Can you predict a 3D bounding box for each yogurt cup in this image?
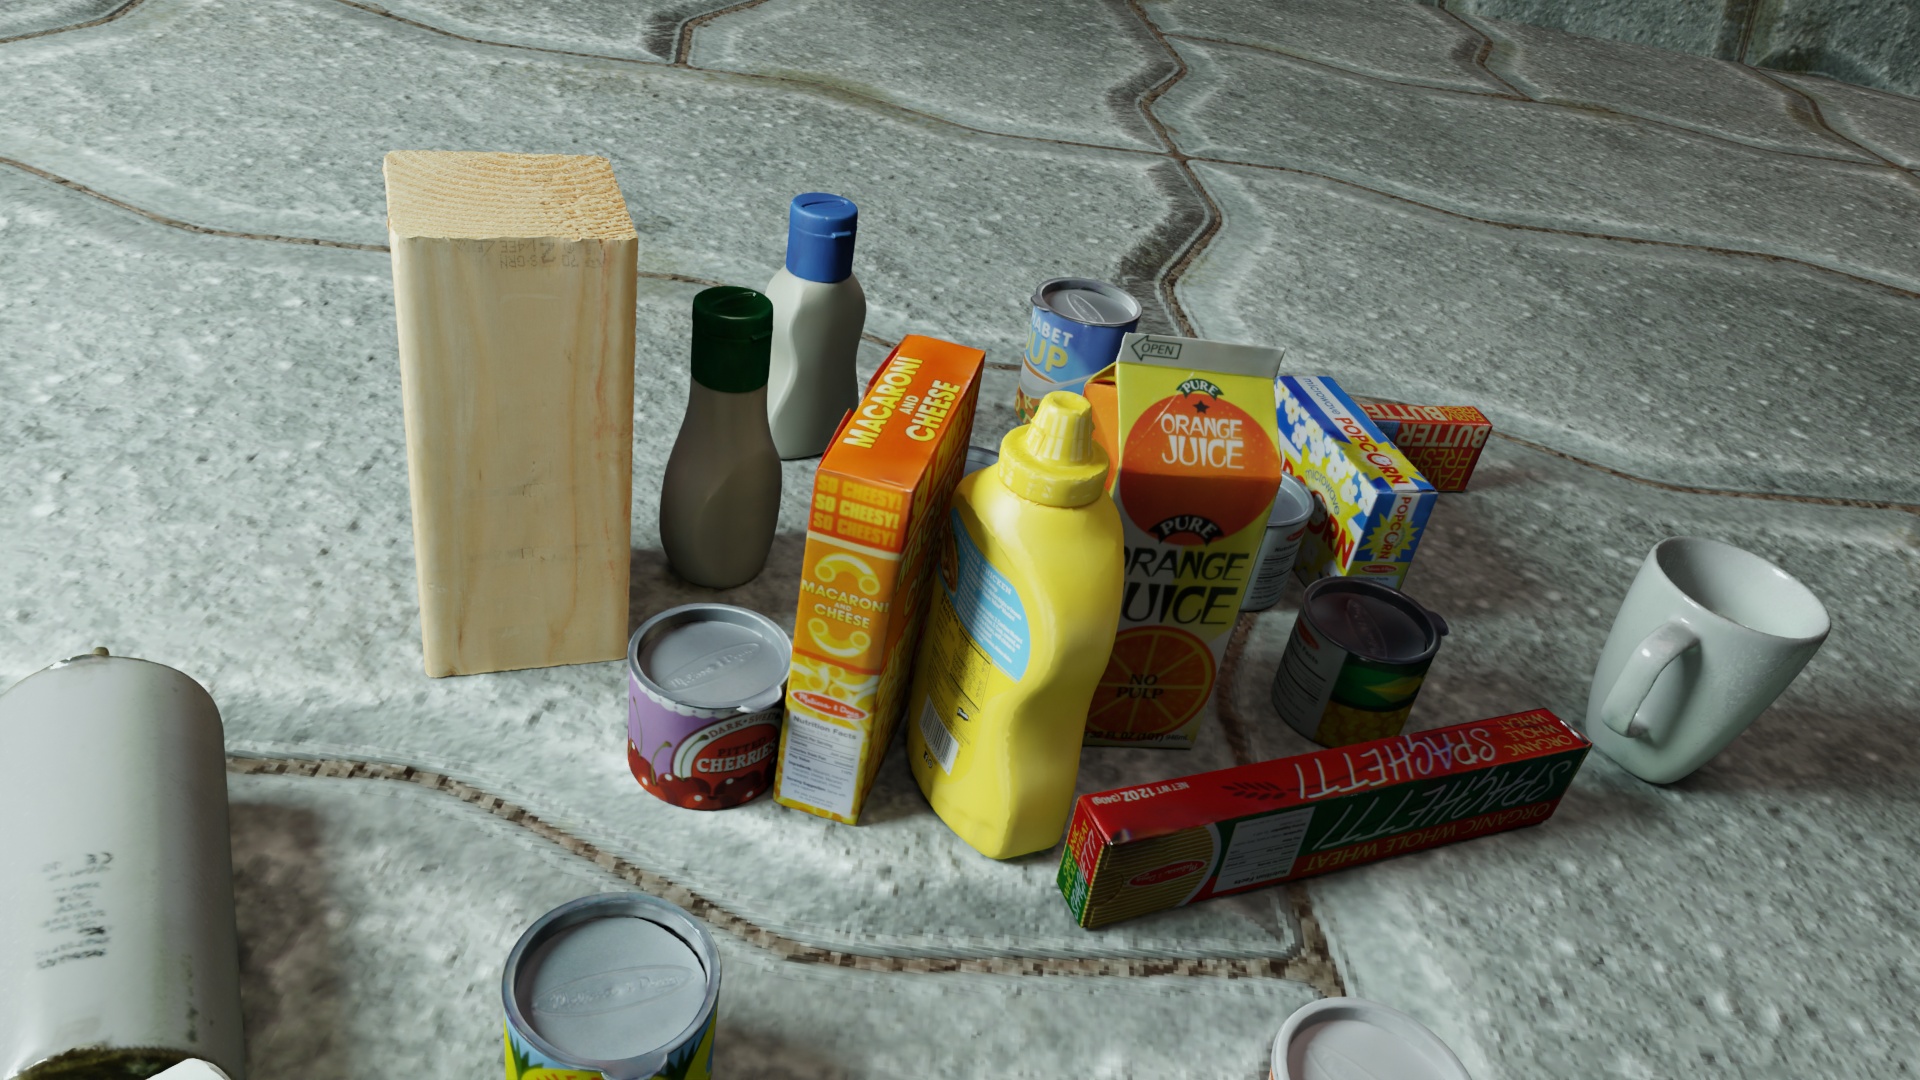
[{"bbox_3d":[0.130,0.195,0.458,0.072,0.053,0.073,7,34,-5],"label":"yogurt cup"}]

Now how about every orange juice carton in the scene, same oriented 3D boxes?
[{"bbox_3d":[0.085,-0.003,0.613,0.072,0.191,0.073,4,34,-11],"label":"orange juice carton"}]

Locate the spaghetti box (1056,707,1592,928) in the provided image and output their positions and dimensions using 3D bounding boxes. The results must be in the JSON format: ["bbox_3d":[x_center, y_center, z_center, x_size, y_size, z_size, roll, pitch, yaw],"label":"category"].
[{"bbox_3d":[0.159,0.114,0.588,0.251,0.049,0.029,-6,37,-23],"label":"spaghetti box"}]

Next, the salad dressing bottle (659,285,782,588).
[{"bbox_3d":[-0.112,-0.048,0.664,0.044,0.146,0.064,31,38,27],"label":"salad dressing bottle"}]

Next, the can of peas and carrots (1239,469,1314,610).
[{"bbox_3d":[0.149,-0.005,0.754,0.071,0.058,0.071,7,34,-5],"label":"can of peas and carrots"}]

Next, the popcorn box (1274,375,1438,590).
[{"bbox_3d":[0.208,-0.027,0.779,0.038,0.084,0.127,0,35,-16],"label":"popcorn box"}]

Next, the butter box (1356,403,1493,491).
[{"bbox_3d":[0.277,-0.058,0.874,0.104,0.052,0.024,-1,35,-16],"label":"butter box"}]

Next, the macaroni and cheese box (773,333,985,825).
[{"bbox_3d":[-0.034,0.015,0.577,0.040,0.165,0.124,15,34,6],"label":"macaroni and cheese box"}]

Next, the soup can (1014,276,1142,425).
[{"bbox_3d":[0.070,-0.113,0.870,0.071,0.083,0.072,7,34,-5],"label":"soup can"}]

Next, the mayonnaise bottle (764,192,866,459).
[{"bbox_3d":[-0.083,-0.118,0.777,0.065,0.147,0.041,-17,42,-35],"label":"mayonnaise bottle"}]

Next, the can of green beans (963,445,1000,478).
[{"bbox_3d":[0.001,-0.009,0.719,0.071,0.057,0.071,7,34,-5],"label":"can of green beans"}]

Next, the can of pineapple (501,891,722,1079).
[{"bbox_3d":[-0.111,0.158,0.441,0.071,0.057,0.071,7,34,-5],"label":"can of pineapple"}]

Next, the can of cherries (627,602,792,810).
[{"bbox_3d":[-0.103,0.070,0.573,0.071,0.058,0.072,7,34,-5],"label":"can of cherries"}]

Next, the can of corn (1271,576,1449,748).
[{"bbox_3d":[0.192,0.060,0.671,0.071,0.058,0.071,7,34,-5],"label":"can of corn"}]
